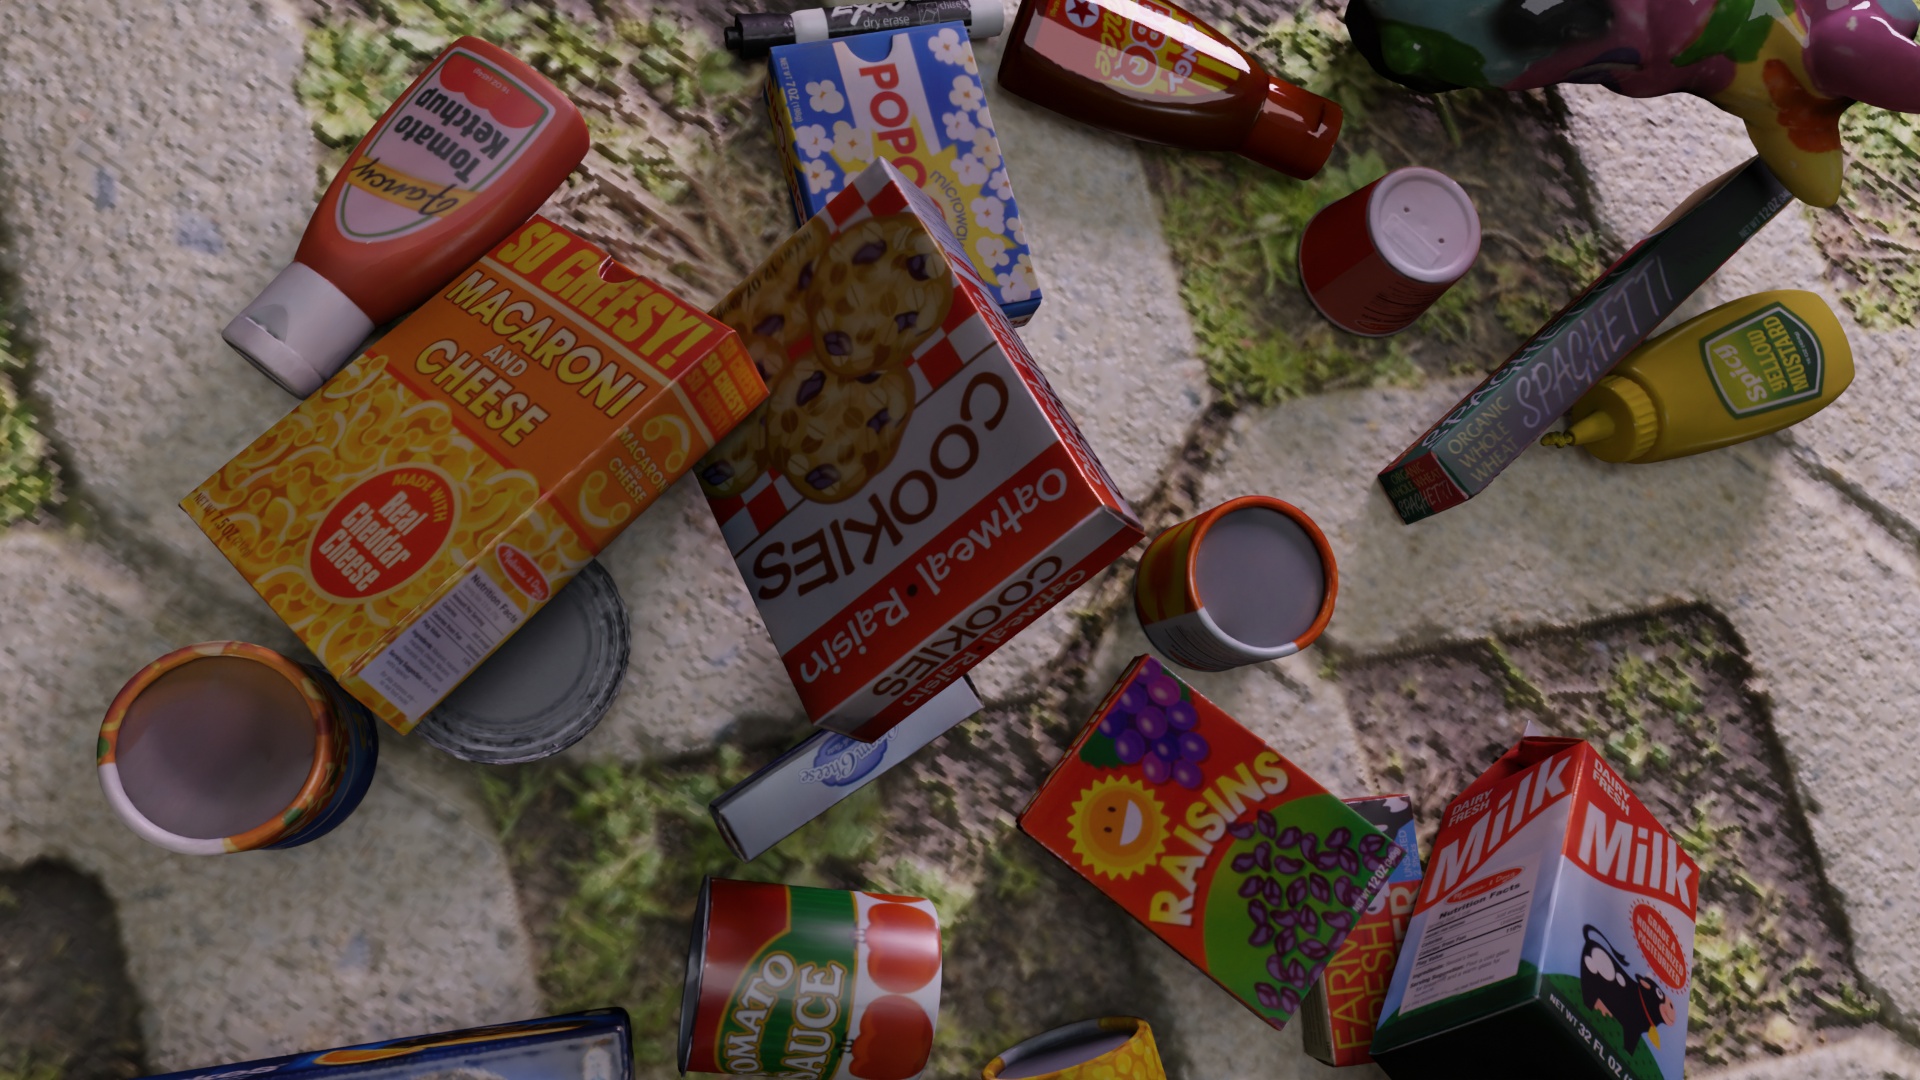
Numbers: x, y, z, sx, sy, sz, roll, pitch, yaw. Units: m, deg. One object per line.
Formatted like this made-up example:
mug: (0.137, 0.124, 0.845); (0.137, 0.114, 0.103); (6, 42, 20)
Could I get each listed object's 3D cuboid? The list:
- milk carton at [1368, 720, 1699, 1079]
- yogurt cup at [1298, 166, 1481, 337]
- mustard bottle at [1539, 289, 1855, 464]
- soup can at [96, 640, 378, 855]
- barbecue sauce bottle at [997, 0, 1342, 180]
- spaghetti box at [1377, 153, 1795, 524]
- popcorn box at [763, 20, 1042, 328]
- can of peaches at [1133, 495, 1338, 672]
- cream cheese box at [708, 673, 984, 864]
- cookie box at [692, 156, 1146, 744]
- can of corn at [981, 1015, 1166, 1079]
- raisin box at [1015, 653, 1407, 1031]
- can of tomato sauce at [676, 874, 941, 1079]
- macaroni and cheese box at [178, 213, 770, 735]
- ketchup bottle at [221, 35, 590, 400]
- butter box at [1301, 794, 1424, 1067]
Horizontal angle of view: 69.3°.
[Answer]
milk carton: (0.230, 0.147, 0.540); (0.072, 0.073, 0.191); (47, 40, -2)
yogurt cup: (0.192, -0.130, 0.617); (0.072, 0.054, 0.072); (2, 79, -12)
mustard bottle: (0.336, -0.068, 0.643); (0.161, 0.048, 0.065); (-21, 83, -17)
soup can: (-0.233, 0.067, 0.460); (0.071, 0.083, 0.071); (3, 79, -13)
barbecue sauce bottle: (0.094, -0.203, 0.613); (0.148, 0.043, 0.065); (20, 75, -10)
spaghetti box: (0.290, -0.095, 0.636); (0.251, 0.050, 0.028); (-39, 89, -17)
popcorn box: (-0.025, -0.143, 0.575); (0.085, 0.038, 0.127); (-14, 83, -15)
can of peaches: (0.112, 0.016, 0.567); (0.071, 0.058, 0.071); (2, 80, -13)
cream cheese box: (-0.044, 0.081, 0.519); (0.104, 0.053, 0.024); (-32, 91, -17)
cookie box: (-0.029, -0.033, 0.490); (0.122, 0.040, 0.168); (-38, 61, 16)
can of corn: (0.047, 0.214, 0.507); (0.071, 0.071, 0.058); (-15, 83, -16)
raisin box: (0.095, 0.114, 0.540); (0.123, 0.040, 0.086); (37, 82, 5)
can of tomato sauce: (-0.054, 0.158, 0.493); (0.083, 0.071, 0.071); (9, 78, -12)
macaroni and cheese box: (-0.168, -0.032, 0.484); (0.124, 0.040, 0.167); (32, 70, 33)
ketchup bottle: (-0.209, -0.119, 0.522); (0.065, 0.043, 0.149); (34, 74, 7)
butter box: (0.164, 0.158, 0.570); (0.053, 0.024, 0.103); (-3, 80, -14)
